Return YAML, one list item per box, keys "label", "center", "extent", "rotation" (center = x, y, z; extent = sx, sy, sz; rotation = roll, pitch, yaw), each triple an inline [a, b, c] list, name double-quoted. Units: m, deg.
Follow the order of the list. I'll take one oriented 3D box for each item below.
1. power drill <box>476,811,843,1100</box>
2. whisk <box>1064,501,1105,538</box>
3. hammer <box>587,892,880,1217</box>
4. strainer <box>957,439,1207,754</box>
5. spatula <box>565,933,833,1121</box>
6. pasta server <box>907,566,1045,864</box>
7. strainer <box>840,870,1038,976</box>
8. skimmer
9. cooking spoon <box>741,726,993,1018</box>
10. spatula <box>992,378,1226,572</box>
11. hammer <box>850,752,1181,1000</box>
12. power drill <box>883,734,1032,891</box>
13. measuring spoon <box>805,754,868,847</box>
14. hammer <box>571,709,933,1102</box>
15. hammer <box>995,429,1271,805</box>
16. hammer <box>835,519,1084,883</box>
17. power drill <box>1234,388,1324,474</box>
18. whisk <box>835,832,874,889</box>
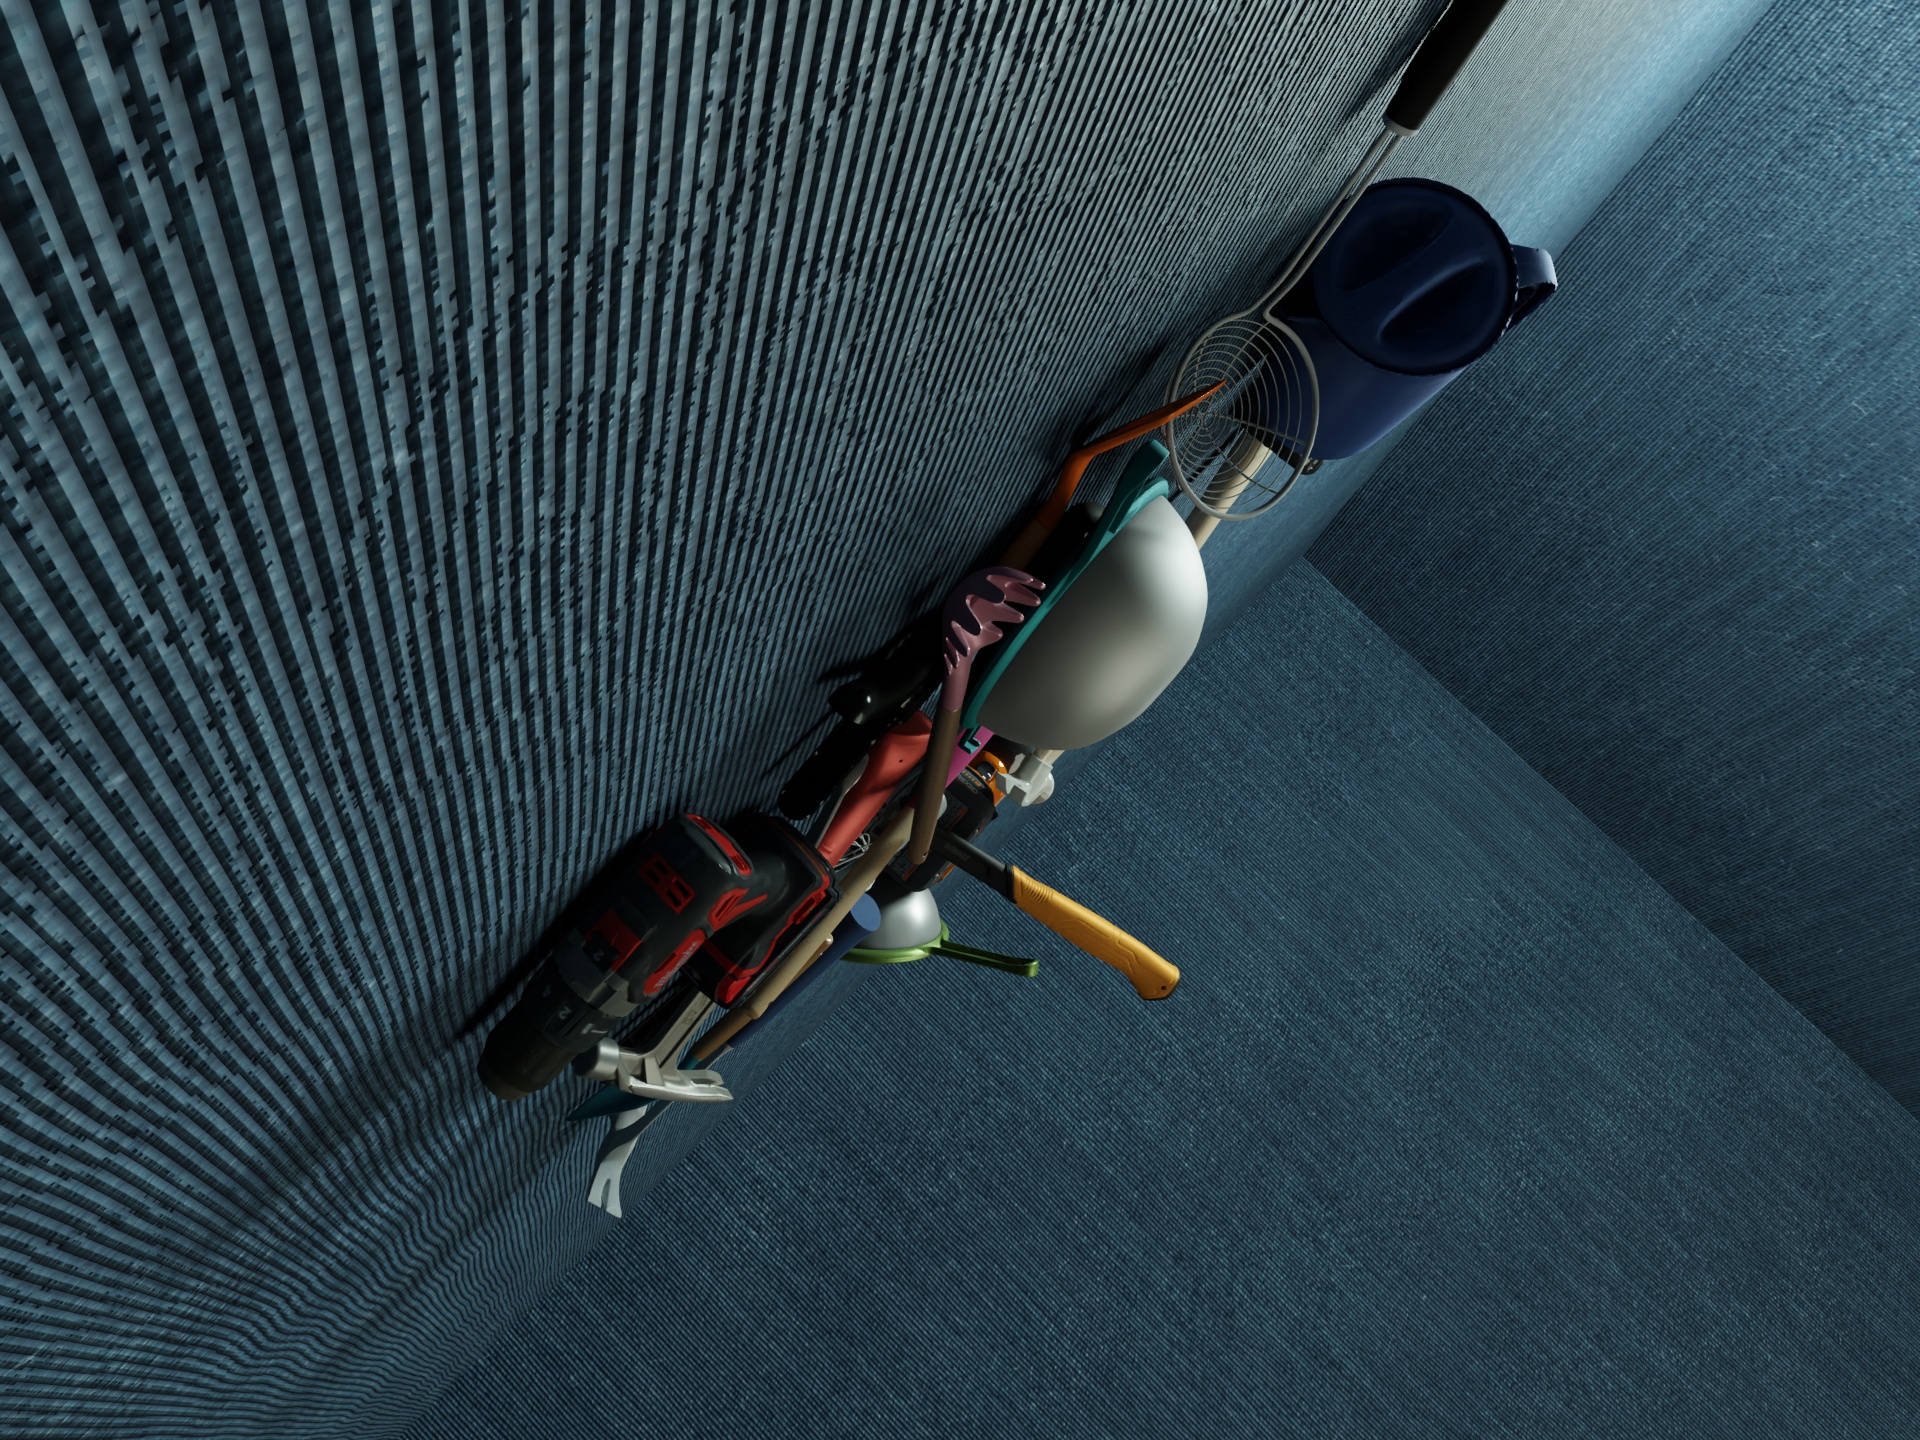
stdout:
- label: "power drill"
  center: [-0.173, 0.134, 0.934]
  extent: [0.188, 0.080, 0.226]
  rotation: [-47, 170, 7]
- label: "whisk"
  center: [0.127, -0.136, 1.223]
  extent: [0.073, 0.073, 0.295]
  rotation: [-47, 166, 12]
- label: "hammer"
  center: [-0.207, 0.289, 1.400]
  extent: [0.405, 0.035, 0.144]
  rotation: [-45, -160, 27]
- label: "strainer"
  center: [0.106, -0.069, 0.991]
  extent: [0.211, 0.095, 0.340]
  rotation: [-48, 174, -17]
- label: "spatula"
  center: [-0.215, 0.260, 1.343]
  extent: [0.317, 0.044, 0.082]
  rotation: [-43, 176, 28]
- label: "pasta server"
  center: [-0.004, 0.009, 0.997]
  extent: [0.060, 0.040, 0.316]
  rotation: [-37, 157, -30]
- label: "strainer"
  center: [-0.039, 0.184, 1.498]
  extent: [0.151, 0.256, 0.069]
  rotation: [-17, 112, -57]
- label: "skimmer"
  center: [0.230, -0.271, 0.909]
  extent: [0.127, 0.090, 0.363]
  rotation: [-3, 144, -33]
- label: "cooking spoon"
  center: [-0.048, 0.083, 1.114]
  extent: [0.319, 0.017, 0.068]
  rotation: [-50, 171, -27]
- label: "spatula"
  center: [0.048, -0.103, 1.001]
  extent: [0.081, 0.041, 0.322]
  rotation: [-38, 170, -49]
- label: "hammer"
  center: [0.070, 0.154, 1.447]
  extent: [0.127, 0.336, 0.034]
  rotation: [-51, -163, 19]
- label: "power drill"
  center: [0.003, 0.070, 1.555]
  extent: [0.164, 0.084, 0.226]
  rotation: [-49, 176, 17]
- label: "measuring spoon"
  center: [-0.099, 0.067, 1.067]
  extent: [0.034, 0.018, 0.124]
  rotation: [-12, -137, 54]
- label: "hammer"
  center: [-0.129, 0.139, 1.165]
  extent: [0.149, 0.037, 0.359]
  rotation: [26, 107, -47]
- label: "hammer"
  center: [0.161, -0.099, 1.425]
  extent: [0.410, 0.038, 0.146]
  rotation: [-56, 170, 3]
- label: "hammer"
  center: [-0.002, -0.004, 1.186]
  extent: [0.149, 0.036, 0.408]
  rotation: [-46, 171, -41]
- label: "power drill"
  center: [0.334, -0.315, 1.319]
  extent: [0.223, 0.080, 0.171]
  rotation: [-52, 171, 19]
- label: "whisk"
  center: [-0.123, 0.127, 1.288]
  extent: [0.058, 0.059, 0.246]
  rotation: [-21, 178, 21]
